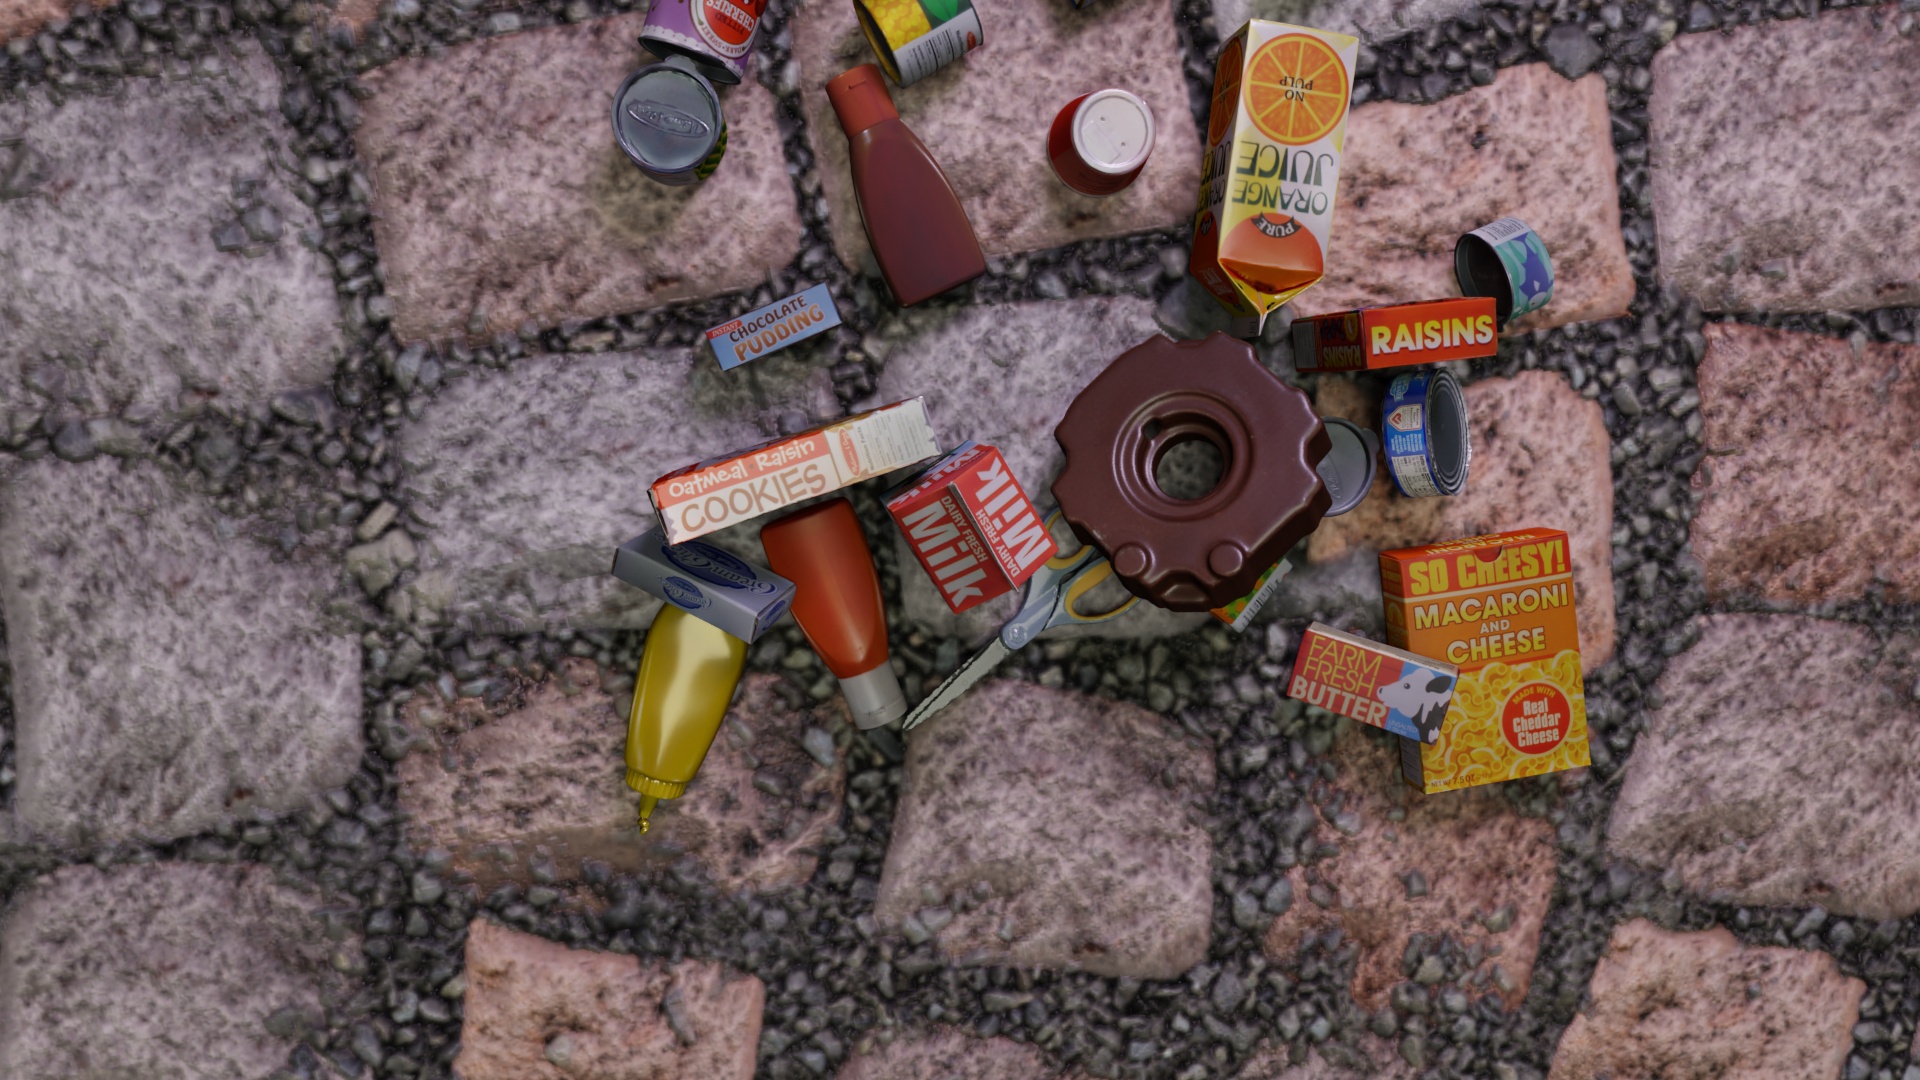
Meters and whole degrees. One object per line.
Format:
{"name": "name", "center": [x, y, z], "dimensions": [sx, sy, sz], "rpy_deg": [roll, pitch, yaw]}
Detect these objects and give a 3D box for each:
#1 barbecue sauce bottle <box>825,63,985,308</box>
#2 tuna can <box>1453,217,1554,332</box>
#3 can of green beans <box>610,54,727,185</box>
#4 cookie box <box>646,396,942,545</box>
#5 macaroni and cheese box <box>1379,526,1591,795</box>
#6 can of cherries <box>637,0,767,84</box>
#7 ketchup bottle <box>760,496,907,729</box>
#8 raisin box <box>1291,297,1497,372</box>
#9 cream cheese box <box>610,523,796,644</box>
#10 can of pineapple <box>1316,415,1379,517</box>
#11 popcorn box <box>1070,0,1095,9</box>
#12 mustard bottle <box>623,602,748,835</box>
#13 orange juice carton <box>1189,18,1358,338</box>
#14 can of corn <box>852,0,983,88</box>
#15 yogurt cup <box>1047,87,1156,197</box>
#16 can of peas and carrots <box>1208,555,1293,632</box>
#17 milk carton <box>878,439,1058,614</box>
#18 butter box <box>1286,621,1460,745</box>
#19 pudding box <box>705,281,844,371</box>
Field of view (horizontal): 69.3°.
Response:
{"name": "barbecue sauce bottle", "center": [-0.040, -0.227, 0.886], "dimensions": [0.065, 0.044, 0.148], "rpy_deg": [-25, 97, -4]}
{"name": "tuna can", "center": [0.363, -0.177, 0.926], "dimensions": [0.033, 0.071, 0.071], "rpy_deg": [-24, 98, -4]}
{"name": "can of green beans", "center": [-0.179, -0.256, 0.860], "dimensions": [0.071, 0.058, 0.071], "rpy_deg": [-1, 96, -6]}
{"name": "cookie box", "center": [-0.101, -0.047, 0.857], "dimensions": [0.168, 0.123, 0.040], "rpy_deg": [-18, 97, -4]}
{"name": "macaroni and cheese box", "center": [0.365, 0.082, 0.965], "dimensions": [0.124, 0.040, 0.166], "rpy_deg": [-9, 97, -6]}
{"name": "can of cherries", "center": [-0.155, -0.320, 0.850], "dimensions": [0.071, 0.071, 0.058], "rpy_deg": [19, 93, -8]}
{"name": "ketchup bottle", "center": [-0.077, 0.049, 0.909], "dimensions": [0.065, 0.043, 0.148], "rpy_deg": [-20, 98, 1]}
{"name": "raisin box", "center": [0.275, -0.132, 0.891], "dimensions": [0.086, 0.123, 0.040], "rpy_deg": [-6, 97, -5]}
{"name": "cream cheese box", "center": [-0.161, 0.025, 0.876], "dimensions": [0.104, 0.053, 0.024], "rpy_deg": [25, 117, 12]}
{"name": "can of pineapple", "center": [0.237, -0.051, 0.928], "dimensions": [0.071, 0.058, 0.071], "rpy_deg": [-1, 96, -7]}
{"name": "popcorn box", "center": [0.082, -0.418, 0.884], "dimensions": [0.085, 0.038, 0.126], "rpy_deg": [-31, 99, -1]}
{"name": "mustard bottle", "center": [-0.186, 0.114, 0.901], "dimensions": [0.065, 0.049, 0.160], "rpy_deg": [18, 94, -8]}
{"name": "orange juice carton", "center": [0.198, -0.227, 0.899], "dimensions": [0.073, 0.072, 0.192], "rpy_deg": [7, 95, -6]}
{"name": "can of corn", "center": [-0.028, -0.327, 0.867], "dimensions": [0.058, 0.071, 0.071], "rpy_deg": [-31, 98, -2]}
{"name": "yogurt cup", "center": [0.093, -0.258, 0.893], "dimensions": [0.072, 0.054, 0.072], "rpy_deg": [-1, 96, -6]}
{"name": "can of peas and carrots", "center": [0.176, 0.018, 0.925], "dimensions": [0.071, 0.071, 0.058], "rpy_deg": [37, 91, -9]}
{"name": "milk carton", "center": [0.003, -0.011, 0.838], "dimensions": [0.073, 0.191, 0.072], "rpy_deg": [-32, 99, -2]}
{"name": "butter box", "center": [0.278, 0.096, 0.939], "dimensions": [0.103, 0.024, 0.053], "rpy_deg": [18, 105, 20]}
{"name": "pudding box", "center": [-0.118, -0.136, 0.883], "dimensions": [0.084, 0.050, 0.030], "rpy_deg": [-22, 100, -3]}
